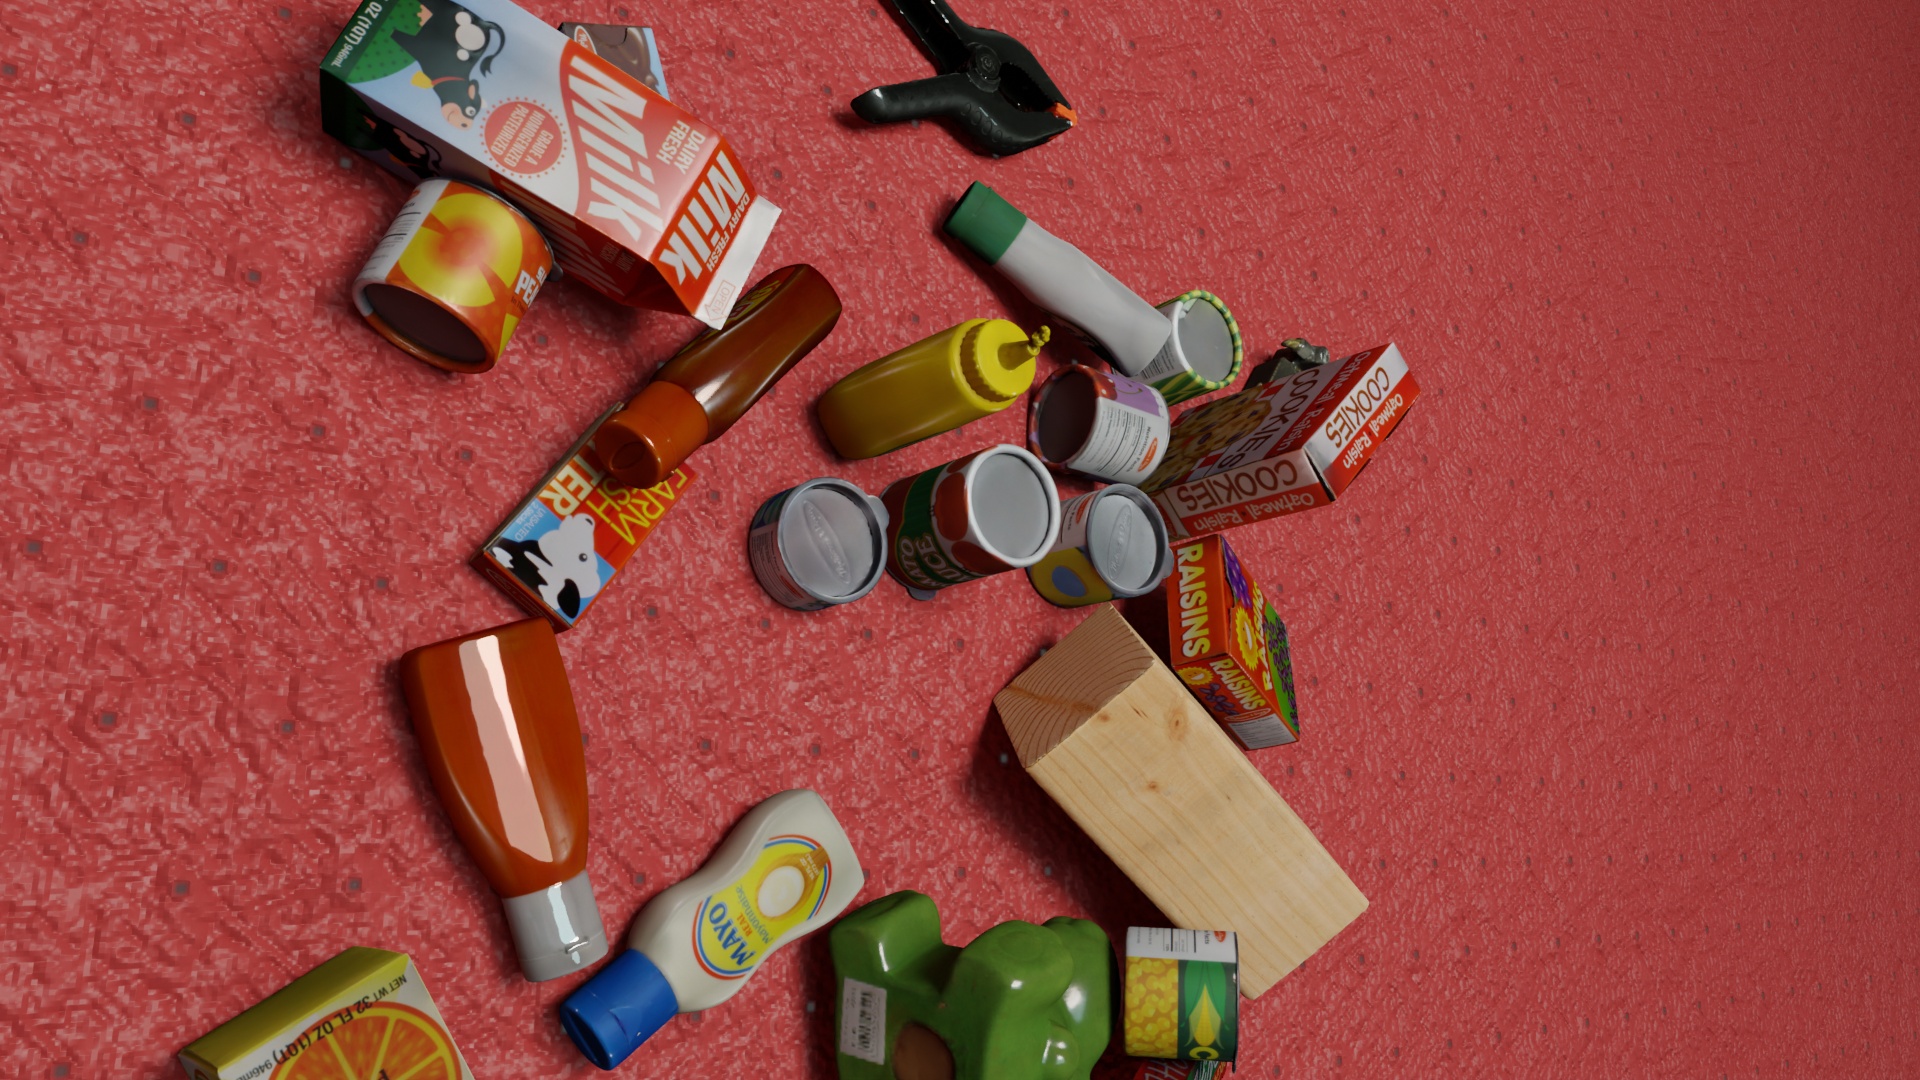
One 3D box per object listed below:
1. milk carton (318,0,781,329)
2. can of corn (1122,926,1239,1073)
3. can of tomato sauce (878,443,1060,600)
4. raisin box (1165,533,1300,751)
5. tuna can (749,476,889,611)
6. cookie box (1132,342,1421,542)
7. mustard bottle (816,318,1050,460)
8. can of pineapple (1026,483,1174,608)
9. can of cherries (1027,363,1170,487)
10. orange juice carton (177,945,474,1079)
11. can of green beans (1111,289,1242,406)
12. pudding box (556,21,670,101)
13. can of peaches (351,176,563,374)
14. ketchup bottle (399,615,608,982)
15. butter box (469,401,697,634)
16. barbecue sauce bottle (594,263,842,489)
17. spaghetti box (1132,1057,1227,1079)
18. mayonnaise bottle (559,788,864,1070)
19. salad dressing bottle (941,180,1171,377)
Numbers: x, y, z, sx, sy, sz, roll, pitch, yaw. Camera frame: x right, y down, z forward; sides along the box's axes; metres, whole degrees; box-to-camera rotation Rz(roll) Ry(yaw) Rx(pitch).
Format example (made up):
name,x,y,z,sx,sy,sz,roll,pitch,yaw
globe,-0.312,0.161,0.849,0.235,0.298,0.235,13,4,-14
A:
name,x,y,z,sx,sy,sz,roll,pitch,yaw
milk carton,-0.177,-0.171,0.620,0.190,0.073,0.072,29,73,-18
can of corn,0.116,0.241,0.730,0.071,0.058,0.071,-1,92,-82
can of tomato sauce,0.003,-0.009,0.746,0.071,0.083,0.071,10,73,-37
raisin box,0.167,0.064,0.850,0.123,0.040,0.086,46,37,-44
tuna can,-0.072,0.001,0.717,0.071,0.032,0.071,10,74,-37
cookie box,0.178,-0.053,0.841,0.123,0.167,0.040,-44,107,-36
mustard bottle,-0.009,-0.080,0.704,0.065,0.160,0.048,-34,103,-37
can of pineapple,0.081,0.006,0.821,0.071,0.057,0.071,10,74,-37
can of cherries,0.081,-0.069,0.837,0.058,0.071,0.071,12,73,-35
orange juice carton,-0.208,0.255,0.522,0.072,0.073,0.192,-30,99,-39
can of green beans,0.140,-0.123,0.898,0.071,0.057,0.071,10,73,-37
pudding box,-0.170,-0.212,0.691,0.050,0.030,0.083,-14,88,-38
can of peaches,-0.218,-0.113,0.605,0.071,0.071,0.058,35,60,-27
ketchup bottle,-0.187,0.110,0.592,0.065,0.043,0.148,-16,90,-39
butter box,-0.172,-0.012,0.645,0.053,0.024,0.104,46,55,-20
barbecue sauce bottle,-0.116,-0.079,0.666,0.043,0.064,0.149,51,43,-14
spaghetti box,0.098,0.304,0.709,0.251,0.028,0.050,-22,113,-65
mayonnaise bottle,-0.113,0.178,0.636,0.149,0.041,0.064,-36,104,-39
salad dressing bottle,0.058,-0.158,0.836,0.147,0.064,0.044,35,102,-13
